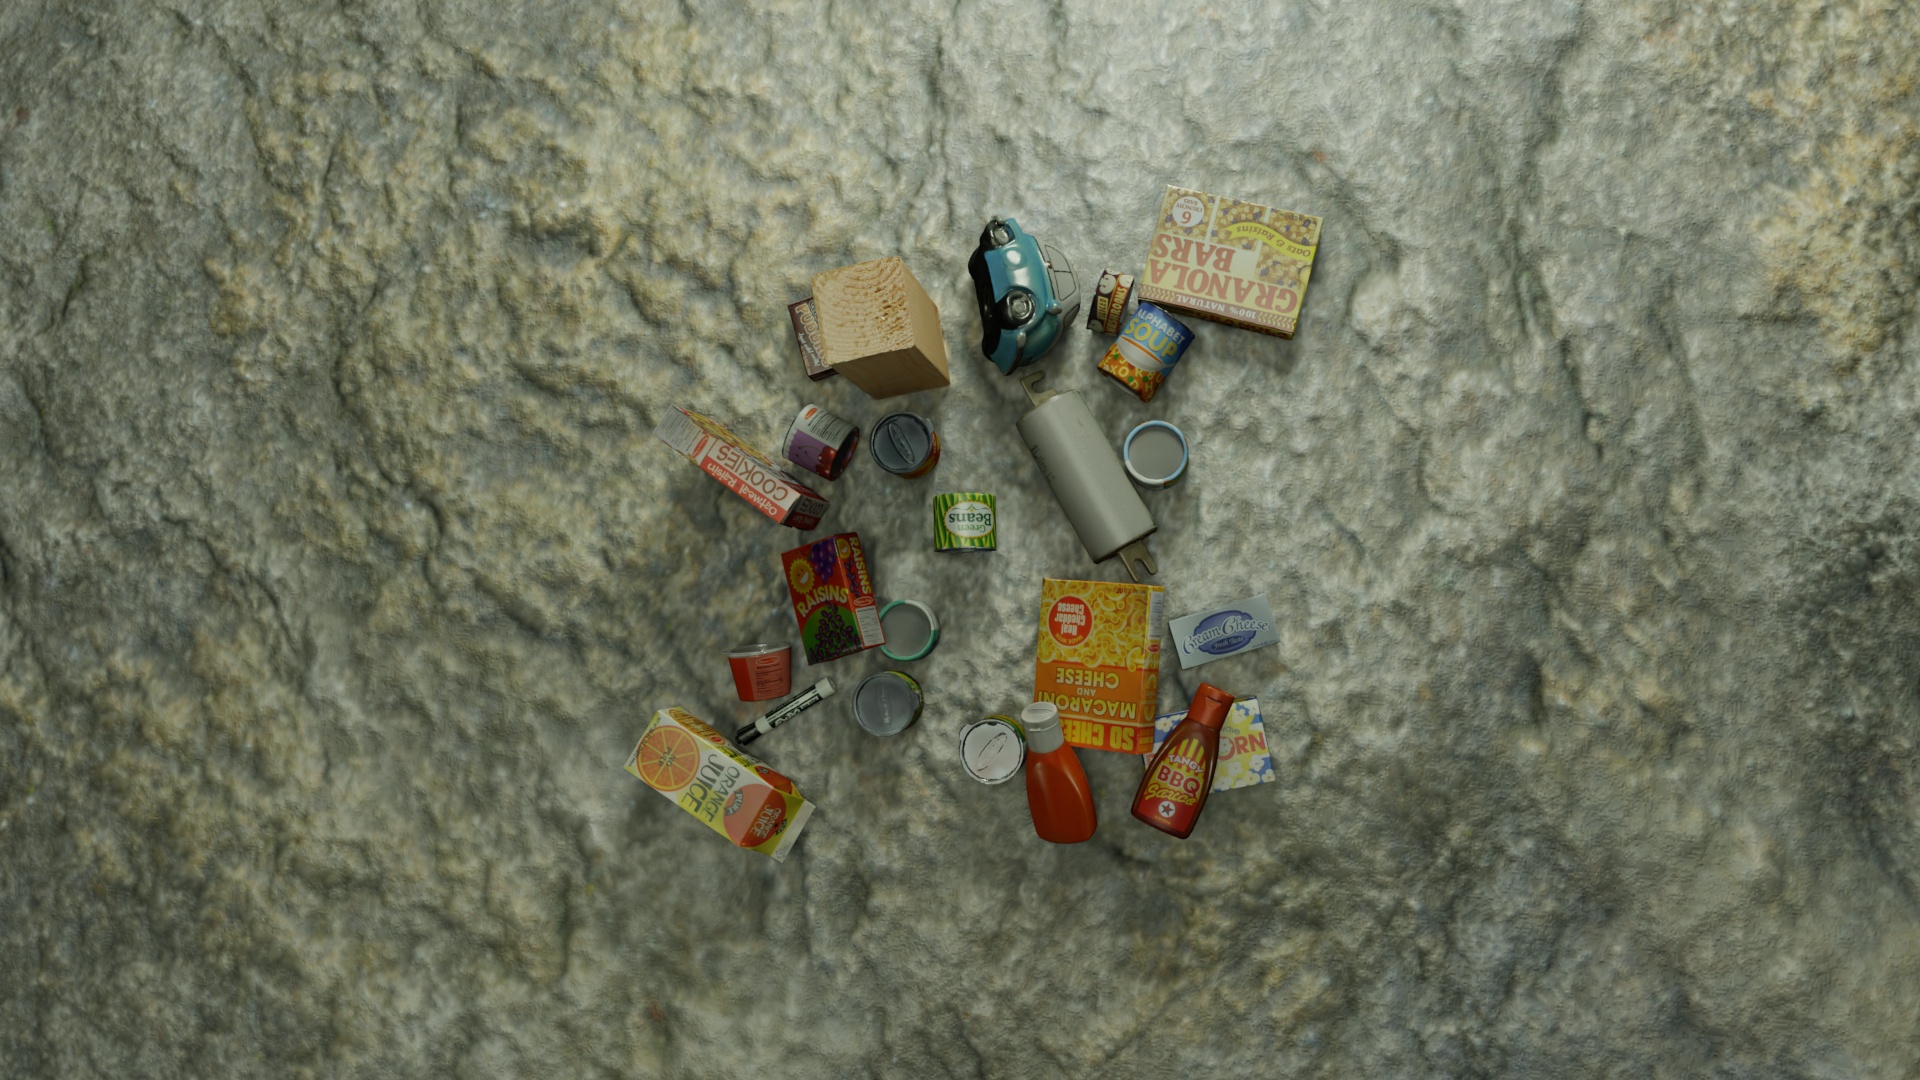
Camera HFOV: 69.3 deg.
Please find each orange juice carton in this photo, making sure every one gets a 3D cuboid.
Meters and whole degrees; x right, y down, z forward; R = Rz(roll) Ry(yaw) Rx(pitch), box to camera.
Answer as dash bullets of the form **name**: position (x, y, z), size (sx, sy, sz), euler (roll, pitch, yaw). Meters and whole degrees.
- **orange juice carton**: position (-0.248, 0.256, 1.458), size (0.193, 0.073, 0.072), euler (32, 91, 9)

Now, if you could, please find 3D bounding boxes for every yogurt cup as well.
- **yogurt cup**: position (-0.210, 0.139, 1.466), size (0.072, 0.072, 0.054), euler (-7, 93, 8)

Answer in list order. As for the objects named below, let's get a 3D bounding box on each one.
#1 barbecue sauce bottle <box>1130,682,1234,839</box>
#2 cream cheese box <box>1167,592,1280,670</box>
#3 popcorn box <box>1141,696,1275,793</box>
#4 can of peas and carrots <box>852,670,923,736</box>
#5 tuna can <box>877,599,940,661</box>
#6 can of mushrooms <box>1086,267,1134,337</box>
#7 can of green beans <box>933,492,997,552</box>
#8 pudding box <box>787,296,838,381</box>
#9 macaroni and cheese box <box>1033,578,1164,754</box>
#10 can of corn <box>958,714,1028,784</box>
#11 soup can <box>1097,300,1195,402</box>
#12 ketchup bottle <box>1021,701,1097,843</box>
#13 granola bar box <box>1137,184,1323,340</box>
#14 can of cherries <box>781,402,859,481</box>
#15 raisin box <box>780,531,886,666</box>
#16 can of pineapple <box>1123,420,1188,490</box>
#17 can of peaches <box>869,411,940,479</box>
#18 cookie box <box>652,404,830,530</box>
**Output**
- **barbecue sauce bottle**: position (0.224, 0.214, 1.365), size (0.065, 0.043, 0.148), euler (24, 90, 11)
- **cream cheese box**: position (0.268, 0.093, 1.417), size (0.104, 0.024, 0.053), euler (-17, 82, 7)
- **popcorn box**: position (0.247, 0.212, 1.404), size (0.127, 0.038, 0.085), euler (-12, 83, 7)
- **can of peas and carrots**: position (-0.072, 0.168, 1.445), size (0.071, 0.058, 0.071), euler (0, 86, 8)
- **tuna can**: position (-0.058, 0.096, 1.461), size (0.071, 0.033, 0.071), euler (-1, 86, 8)
- **can of mushrooms**: position (0.155, -0.245, 1.434), size (0.033, 0.071, 0.071), euler (18, 89, 8)
- **can of green beans**: position (0.005, -0.018, 1.443), size (0.071, 0.071, 0.058), euler (-2, 86, 9)
- **pudding box**: position (-0.150, -0.220, 1.498), size (0.049, 0.030, 0.084), euler (-17, 84, 6)
- **macaroni and cheese box**: position (0.139, 0.125, 1.404), size (0.123, 0.040, 0.166), euler (3, 87, 33)
- **can of corn**: position (0.033, 0.212, 1.426), size (0.071, 0.058, 0.071), euler (-1, 86, 9)
- **soup can**: position (0.190, -0.193, 1.425), size (0.071, 0.071, 0.083), euler (35, 92, 9)
- **ketchup bottle**: position (0.093, 0.233, 1.389), size (0.064, 0.044, 0.148), euler (-3, 117, 23)
- **granola bar box**: position (0.278, -0.287, 1.434), size (0.166, 0.039, 0.124), euler (15, 89, 10)
- **can of cherries**: position (-0.148, -0.102, 1.474), size (0.058, 0.071, 0.071), euler (27, 91, 9)
- **raisin box**: position (-0.135, 0.061, 1.454), size (0.086, 0.040, 0.123), euler (-20, 82, 39)
- **can of pineapple**: position (0.201, -0.088, 1.422), size (0.071, 0.058, 0.071), euler (-1, 86, 9)
- **can of peaches**: position (-0.055, -0.100, 1.462), size (0.071, 0.058, 0.071), euler (-1, 85, 9)
- **cookie box**: position (-0.226, -0.073, 1.452), size (0.167, 0.123, 0.040), euler (35, 93, 9)
